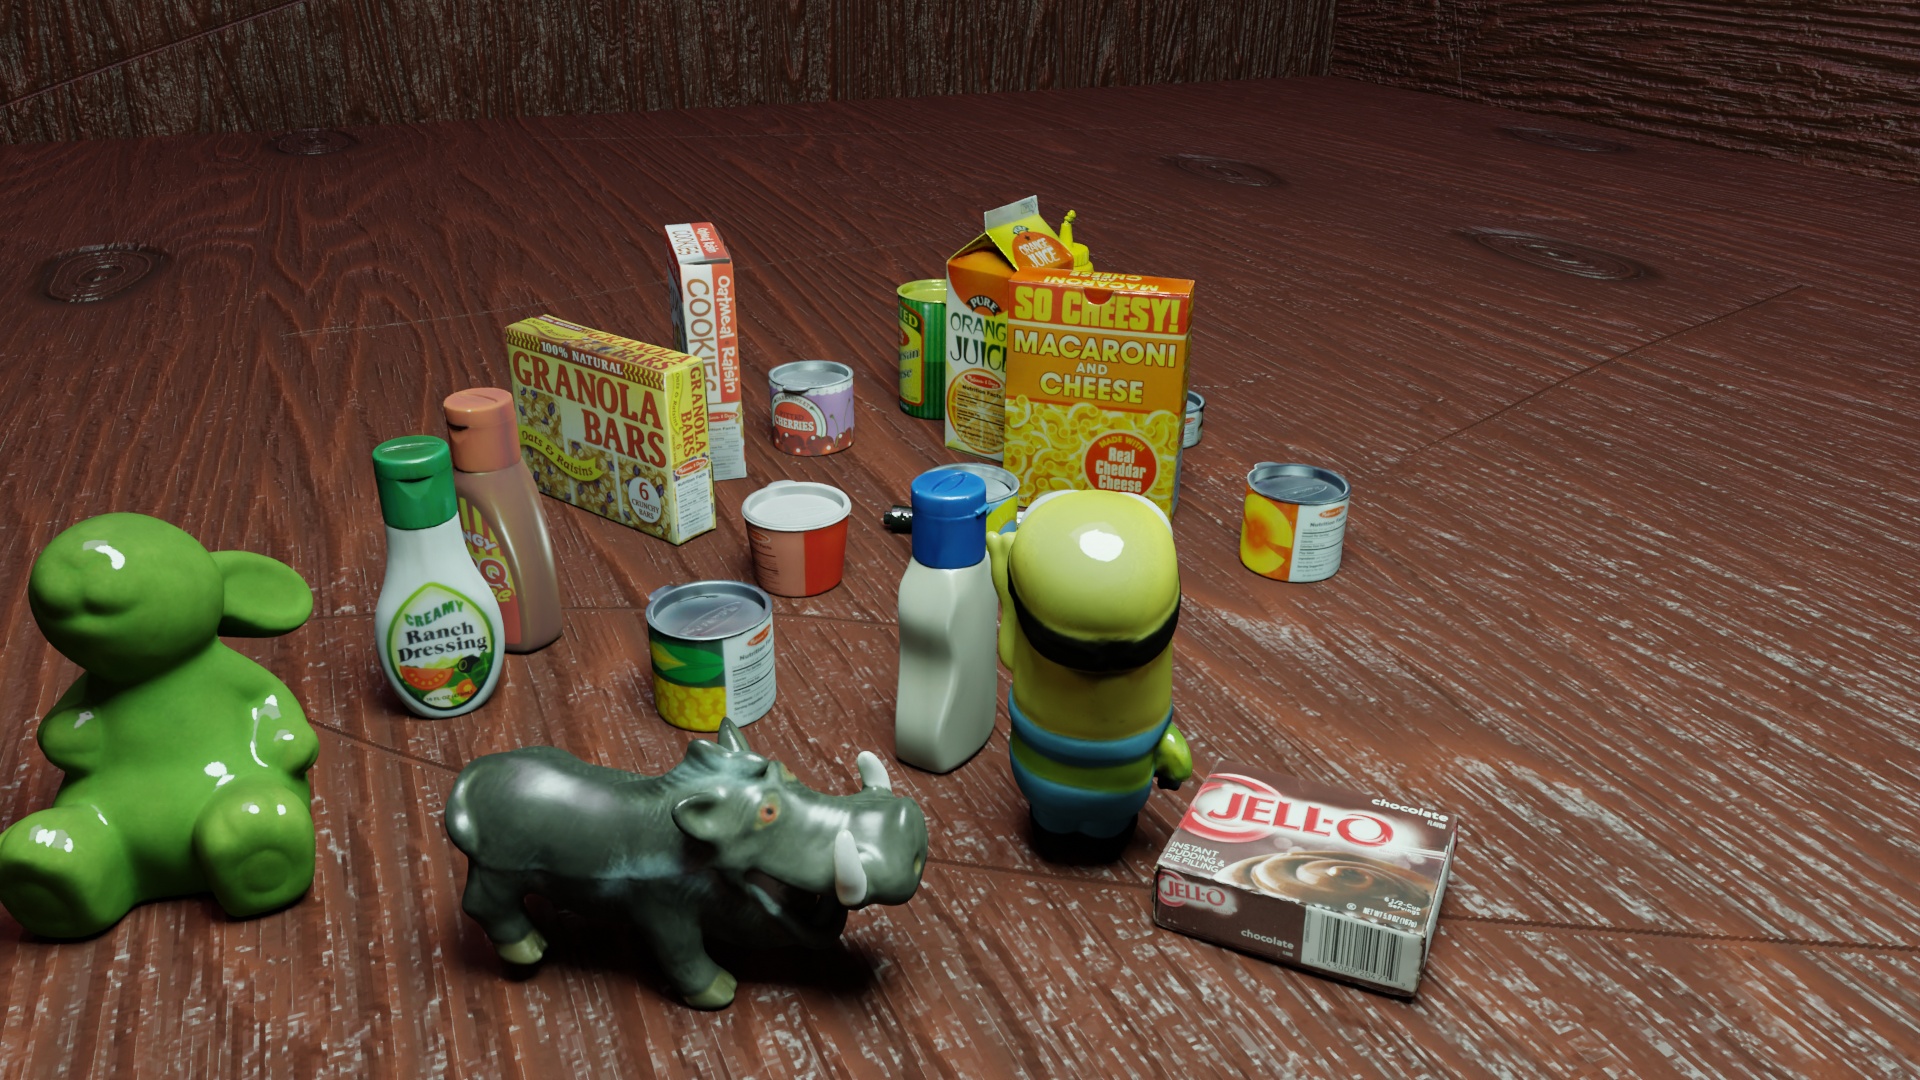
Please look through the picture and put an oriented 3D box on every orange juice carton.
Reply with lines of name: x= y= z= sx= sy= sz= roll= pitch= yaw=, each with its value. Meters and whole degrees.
orange juice carton: x=0.037 y=-0.162 z=1.063 sx=0.073 sy=0.191 sz=0.072 roll=18 pitch=30 yaw=32

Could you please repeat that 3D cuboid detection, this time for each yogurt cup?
yogurt cup: x=-0.103 y=0.000 z=0.878 sx=0.072 sy=0.053 sz=0.073 roll=1 pitch=25 yaw=0

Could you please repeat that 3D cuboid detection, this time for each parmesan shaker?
parmesan shaker: x=-0.019 y=-0.158 z=1.157 sx=0.071 sy=0.102 sz=0.071 roll=1 pitch=25 yaw=0

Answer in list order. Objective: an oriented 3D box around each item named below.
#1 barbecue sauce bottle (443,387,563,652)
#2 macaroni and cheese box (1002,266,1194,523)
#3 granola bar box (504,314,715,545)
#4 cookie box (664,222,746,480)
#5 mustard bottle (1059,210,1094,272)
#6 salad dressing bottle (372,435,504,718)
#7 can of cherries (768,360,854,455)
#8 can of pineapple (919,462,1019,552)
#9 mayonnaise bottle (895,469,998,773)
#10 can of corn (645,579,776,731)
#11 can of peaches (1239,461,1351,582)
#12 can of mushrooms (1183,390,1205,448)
barbecue sauce bottle: x=-0.264 y=-0.012 z=0.790 sx=0.065 sy=0.147 sz=0.044 roll=14 pitch=28 yaw=26
macaroni and cheese box: x=0.094 y=-0.100 z=0.964 sx=0.124 sy=0.165 sz=0.040 roll=7 pitch=26 yaw=13
granola bar box: x=-0.242 y=-0.079 z=0.961 sx=0.165 sy=0.123 sz=0.039 roll=18 pitch=30 yaw=33
cookie box: x=-0.193 y=-0.145 z=1.050 sx=0.040 sy=0.166 sz=0.123 roll=-7 pitch=26 yaw=-15
mustard bottle: x=0.086 y=-0.201 z=1.184 sx=0.065 sy=0.159 sz=0.049 roll=14 pitch=28 yaw=27
salad dressing bottle: x=-0.277 y=0.020 z=0.725 sx=0.064 sy=0.147 sz=0.044 roll=-9 pitch=27 yaw=-20
can of cherries: x=-0.118 y=-0.104 z=1.092 sx=0.071 sy=0.058 sz=0.072 roll=1 pitch=25 yaw=0
can of pineapple: x=0.003 y=-0.011 z=0.901 sx=0.071 sy=0.057 sz=0.071 roll=1 pitch=25 yaw=0
mayonnaise bottle: x=-0.006 y=0.039 z=0.691 sx=0.041 sy=0.147 sz=0.065 roll=14 pitch=28 yaw=26
can of corn: x=-0.135 y=0.061 z=0.746 sx=0.071 sy=0.058 sz=0.071 roll=1 pitch=25 yaw=0
can of peaches: x=0.217 y=-0.013 z=0.909 sx=0.071 sy=0.057 sz=0.071 roll=1 pitch=25 yaw=0
can of mushrooms: x=0.162 y=-0.100 z=1.120 sx=0.071 sy=0.033 sz=0.071 roll=1 pitch=25 yaw=0
